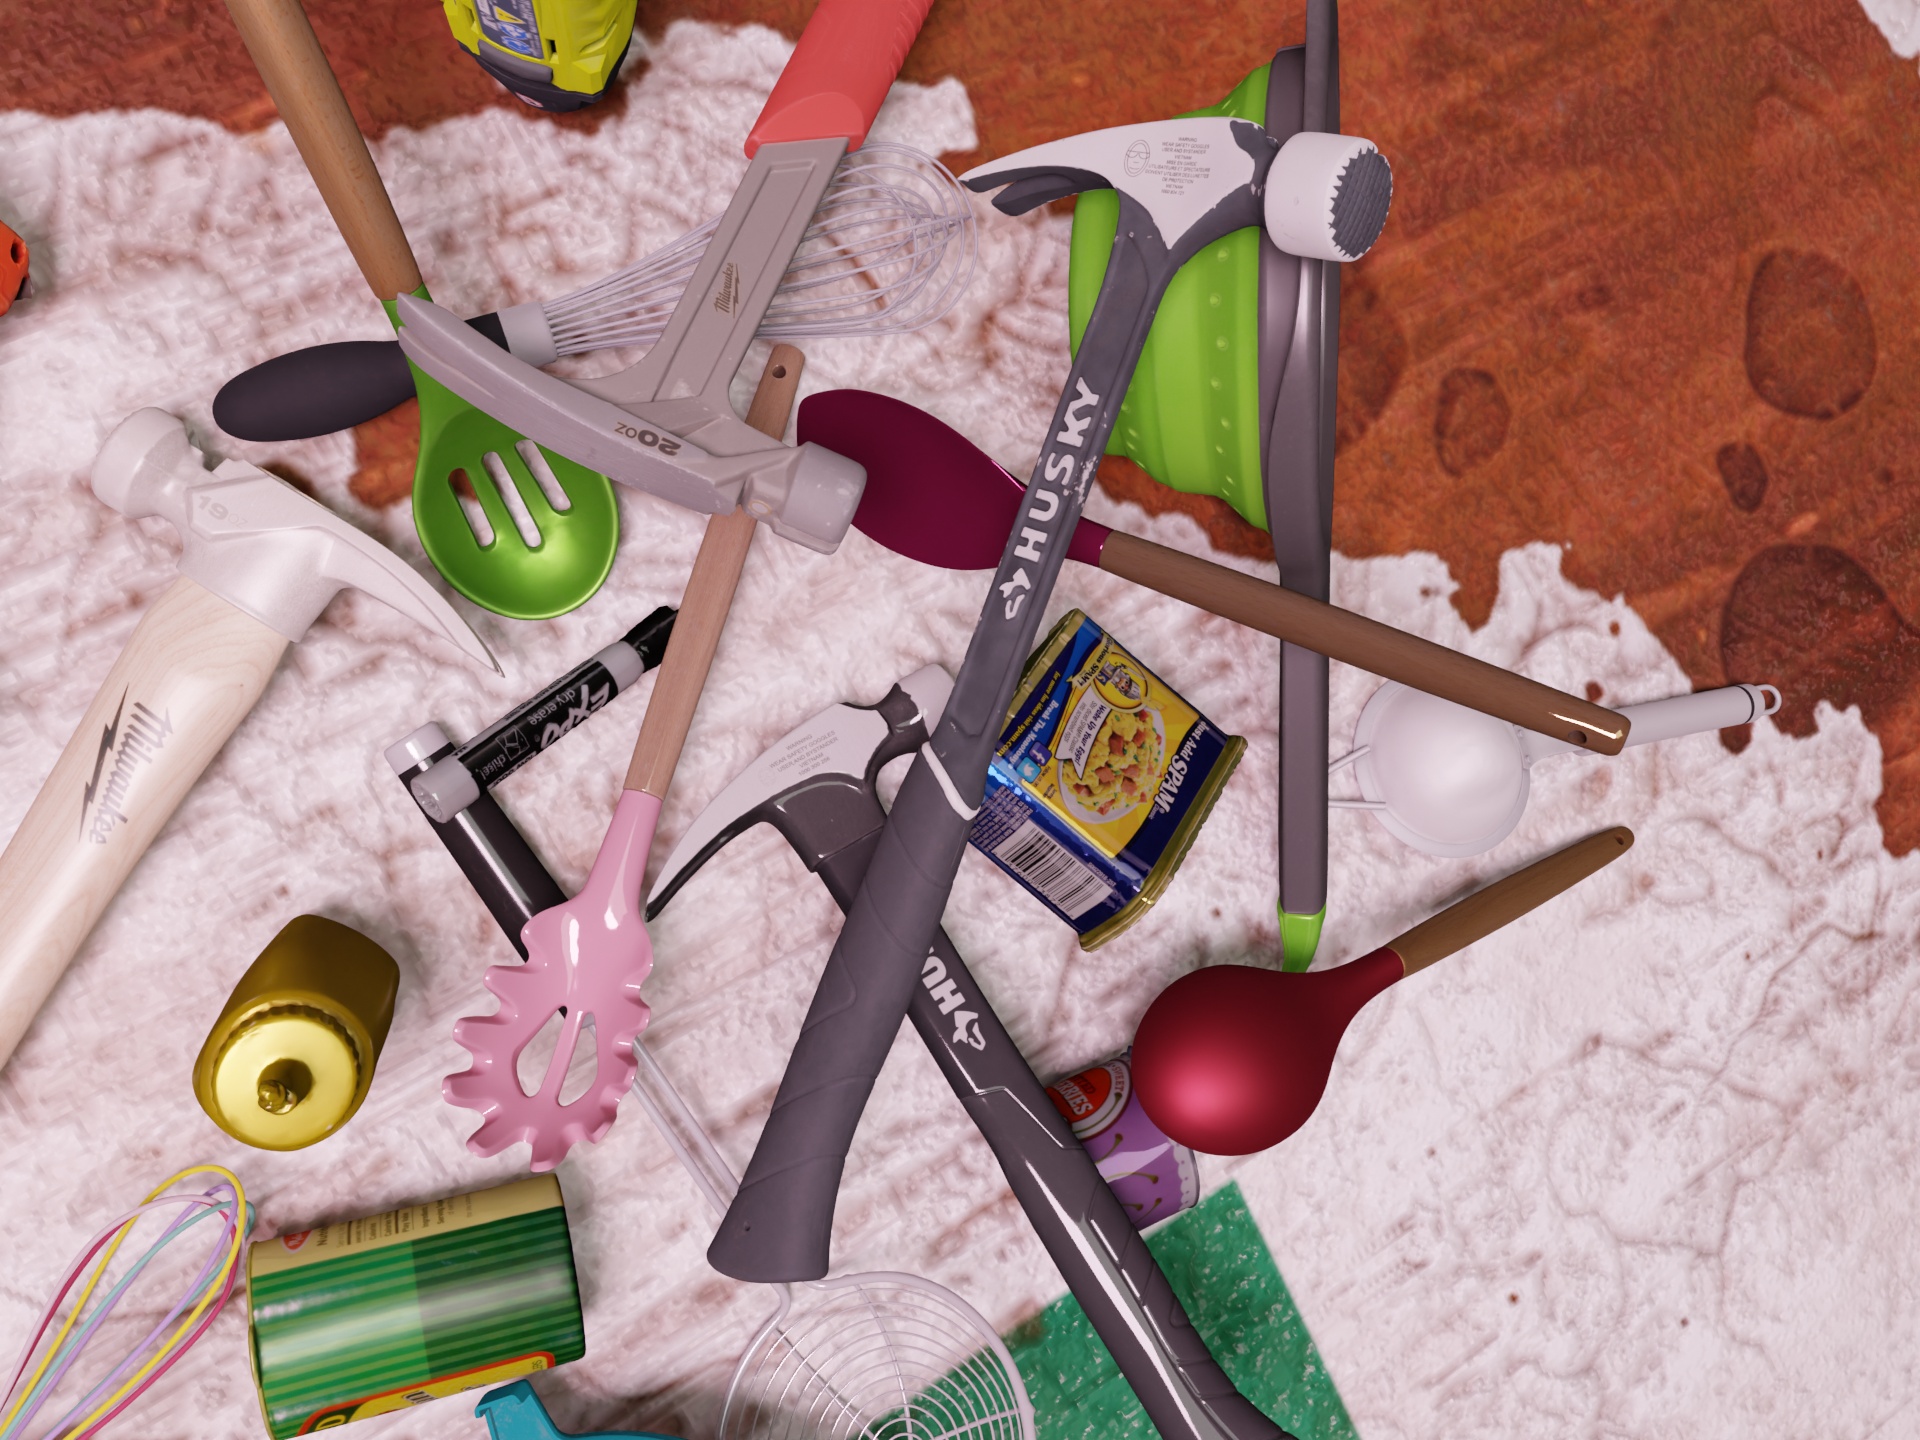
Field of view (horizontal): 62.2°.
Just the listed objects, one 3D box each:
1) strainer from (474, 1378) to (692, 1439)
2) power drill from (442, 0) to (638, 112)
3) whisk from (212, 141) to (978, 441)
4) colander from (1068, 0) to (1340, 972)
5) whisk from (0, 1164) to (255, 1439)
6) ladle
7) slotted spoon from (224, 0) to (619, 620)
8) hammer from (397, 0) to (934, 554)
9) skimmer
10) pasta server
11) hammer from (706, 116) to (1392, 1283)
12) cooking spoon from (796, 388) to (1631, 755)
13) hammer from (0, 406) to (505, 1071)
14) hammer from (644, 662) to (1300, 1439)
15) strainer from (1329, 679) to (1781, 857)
[{"bbox_3d":[-0.145,0.414,0.525,0.211,0.095,0.340,25,94,6],"label":"strainer"},{"bbox_3d":[-0.212,-0.269,0.500,0.223,0.171,0.080,20,85,-9],"label":"power drill"},{"bbox_3d":[-0.126,-0.147,0.580,0.284,0.070,0.070,-19,96,-12],"label":"whisk"},{"bbox_3d":[0.100,-0.081,0.633,0.094,0.204,0.397,1,108,15],"label":"colander"},{"bbox_3d":[-0.322,0.250,0.527,0.047,0.051,0.245,38,82,6],"label":"whisk"},{"bbox_3d":[0.193,0.094,0.656,0.315,0.031,0.069,-18,68,-36],"label":"ladle"},{"bbox_3d":[-0.183,-0.158,0.493,0.070,0.031,0.313,-25,134,-10],"label":"slotted spoon"},{"bbox_3d":[-0.050,-0.233,0.559,0.149,0.036,0.359,25,65,-10],"label":"hammer"},{"bbox_3d":[-0.101,0.162,0.568,0.127,0.090,0.363,-31,99,3],"label":"skimmer"},{"bbox_3d":[-0.105,0.000,0.566,0.060,0.040,0.316,15,73,-1],"label":"pasta server"},{"bbox_3d":[-0.001,-0.002,0.524,0.036,0.149,0.409,16,97,-51],"label":"hammer"},{"bbox_3d":[0.076,-0.052,0.564,0.319,0.068,0.017,23,46,20],"label":"cooking spoon"},{"bbox_3d":[-0.316,0.105,0.517,0.146,0.038,0.411,32,82,-5],"label":"hammer"},{"bbox_3d":[0.016,0.148,0.581,0.146,0.035,0.335,-29,79,-19],"label":"hammer"},{"bbox_3d":[0.280,0.006,0.725,0.258,0.050,0.087,-9,79,-22],"label":"strainer"}]
